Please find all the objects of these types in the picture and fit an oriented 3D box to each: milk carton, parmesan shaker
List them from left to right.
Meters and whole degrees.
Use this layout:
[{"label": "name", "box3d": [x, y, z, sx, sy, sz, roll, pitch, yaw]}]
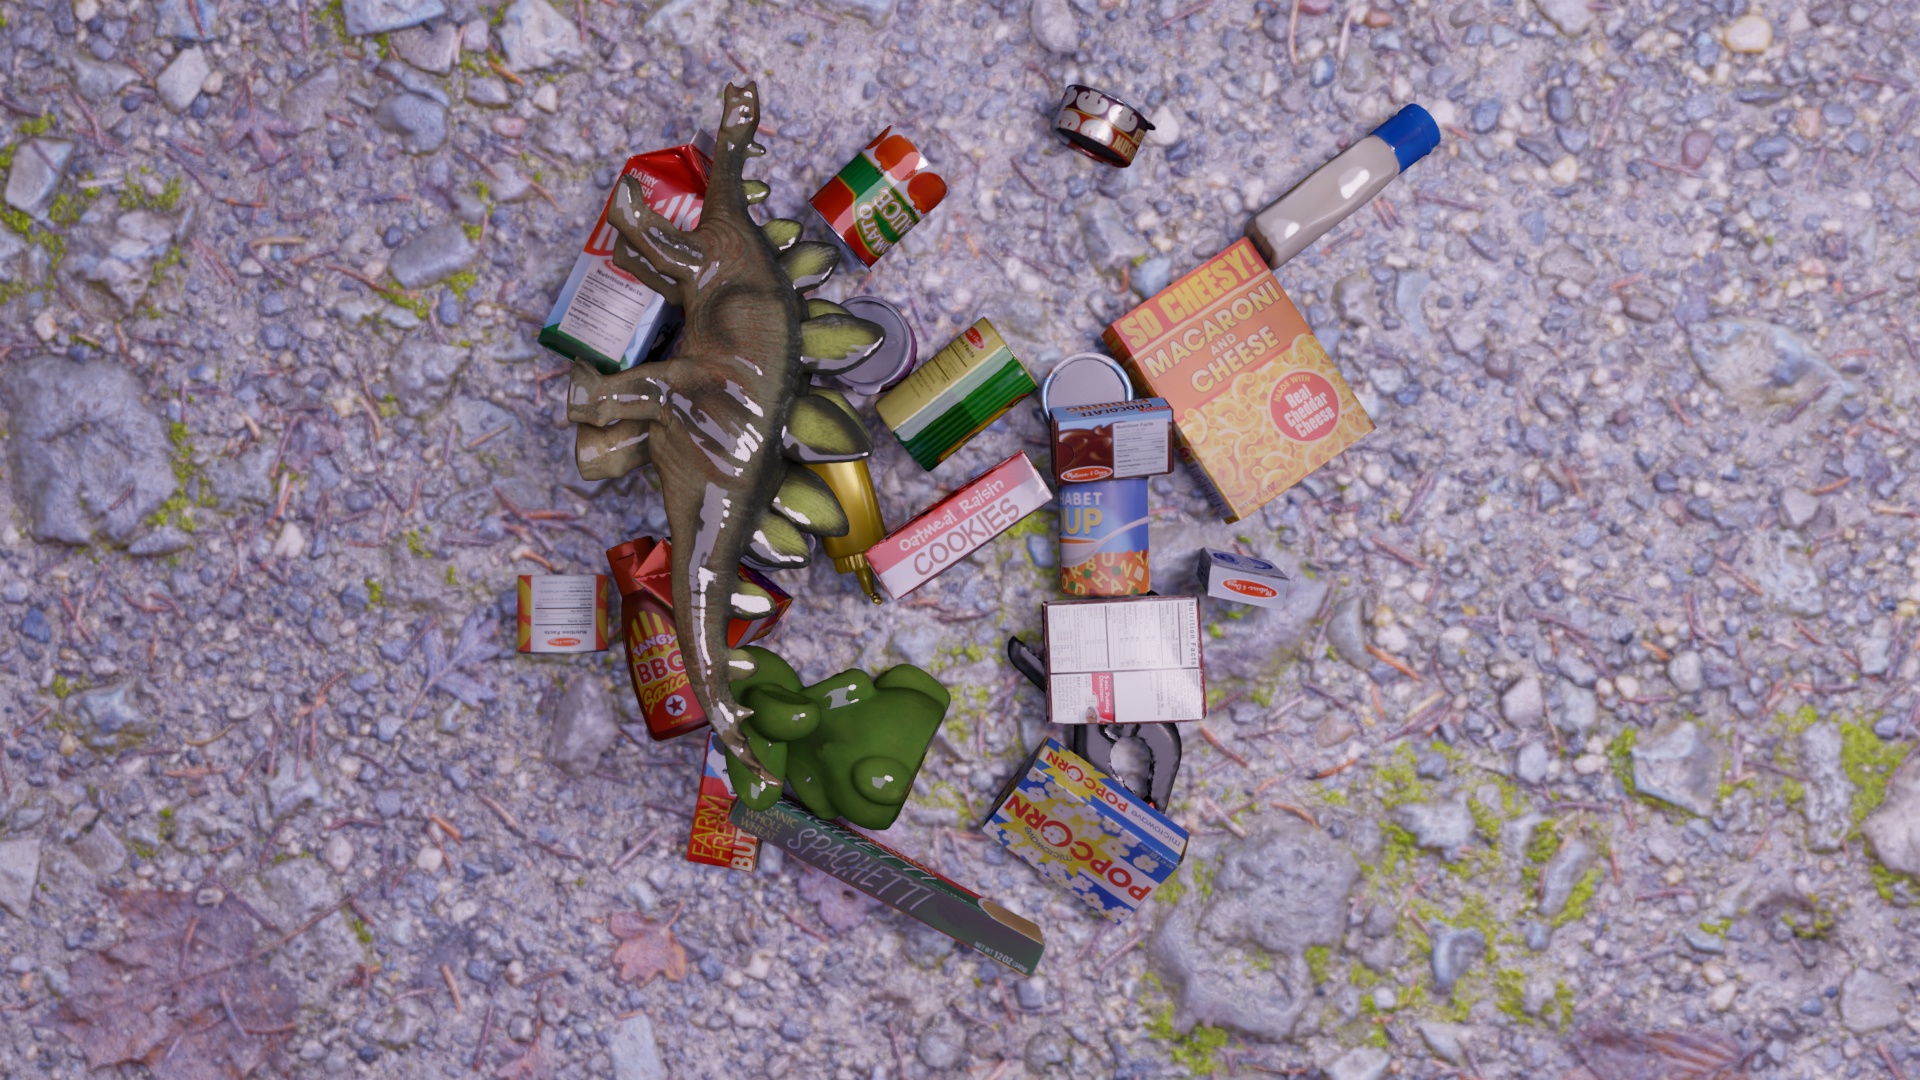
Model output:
[{"label": "milk carton", "box3d": [-0.226, -0.210, 1.019, 0.073, 0.072, 0.190, 28, 94, 2]}, {"label": "parmesan shaker", "box3d": [-0.004, -0.107, 1.012, 0.103, 0.071, 0.071, -38, 89, 5]}]

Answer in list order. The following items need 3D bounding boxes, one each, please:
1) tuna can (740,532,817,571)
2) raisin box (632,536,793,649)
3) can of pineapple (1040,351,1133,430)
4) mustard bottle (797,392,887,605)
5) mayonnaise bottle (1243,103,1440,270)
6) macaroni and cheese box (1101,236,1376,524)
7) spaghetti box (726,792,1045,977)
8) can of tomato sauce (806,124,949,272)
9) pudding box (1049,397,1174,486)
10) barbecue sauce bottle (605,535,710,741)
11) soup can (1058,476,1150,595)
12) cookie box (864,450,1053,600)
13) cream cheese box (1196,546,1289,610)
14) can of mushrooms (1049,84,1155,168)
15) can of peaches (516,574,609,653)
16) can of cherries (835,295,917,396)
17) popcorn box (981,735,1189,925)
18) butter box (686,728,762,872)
[{"label": "tuna can", "box3d": [-0.138, -0.009, 1.037, 0.071, 0.033, 0.071, 0, 92, 4]}, {"label": "raisin box", "box3d": [-0.174, 0.036, 0.995, 0.086, 0.123, 0.040, 36, 94, 2]}, {"label": "can of pineapple", "box3d": [0.091, -0.100, 1.007, 0.071, 0.058, 0.071, 0, 92, 4]}, {"label": "mustard bottle", "box3d": [-0.085, -0.027, 1.019, 0.049, 0.065, 0.160, -16, 94, 0]}, {"label": "mayonnaise bottle", "box3d": [0.272, -0.253, 0.992, 0.148, 0.064, 0.041, -37, 85, 0]}, {"label": "macaroni and cheese box", "box3d": [0.198, -0.114, 1.000, 0.124, 0.040, 0.166, -33, 89, -8]}, {"label": "spaghetti box", "box3d": [-0.054, 0.245, 1.016, 0.250, 0.050, 0.028, 28, 90, -3]}, {"label": "can of tomato sauce", "box3d": [-0.058, -0.248, 1.008, 0.083, 0.071, 0.071, -42, 89, 3]}, {"label": "pudding box", "box3d": [0.104, -0.069, 0.962, 0.084, 0.030, 0.049, -7, 116, -5]}, {"label": "barbecue sauce bottle", "box3d": [-0.224, 0.071, 1.040, 0.065, 0.044, 0.148, -20, 90, 8]}, {"label": "soup can", "box3d": [0.101, -0.004, 1.004, 0.071, 0.071, 0.083, -1, 92, 4]}, {"label": "cookie box", "box3d": [0.003, -0.012, 0.960, 0.123, 0.167, 0.040, -33, 89, 4]}, {"label": "cream cheese box", "box3d": [0.198, 0.026, 0.981, 0.053, 0.104, 0.024, 12, 97, 4]}, {"label": "can of mushrooms", "box3d": [0.102, -0.296, 0.997, 0.071, 0.071, 0.033, 26, 94, 3]}, {"label": "can of peaches", "box3d": [-0.296, 0.054, 1.033, 0.071, 0.071, 0.058, -1, 89, 4]}, {"label": "can of cherries", "box3d": [-0.067, -0.140, 1.017, 0.071, 0.058, 0.071, 0, 92, 3]}, {"label": "popcorn box", "box3d": [0.090, 0.211, 1.007, 0.127, 0.038, 0.084, 35, 128, 2]}, {"label": "butter box", "box3d": [-0.171, 0.195, 1.049, 0.053, 0.024, 0.103, 11, 92, 2]}]
